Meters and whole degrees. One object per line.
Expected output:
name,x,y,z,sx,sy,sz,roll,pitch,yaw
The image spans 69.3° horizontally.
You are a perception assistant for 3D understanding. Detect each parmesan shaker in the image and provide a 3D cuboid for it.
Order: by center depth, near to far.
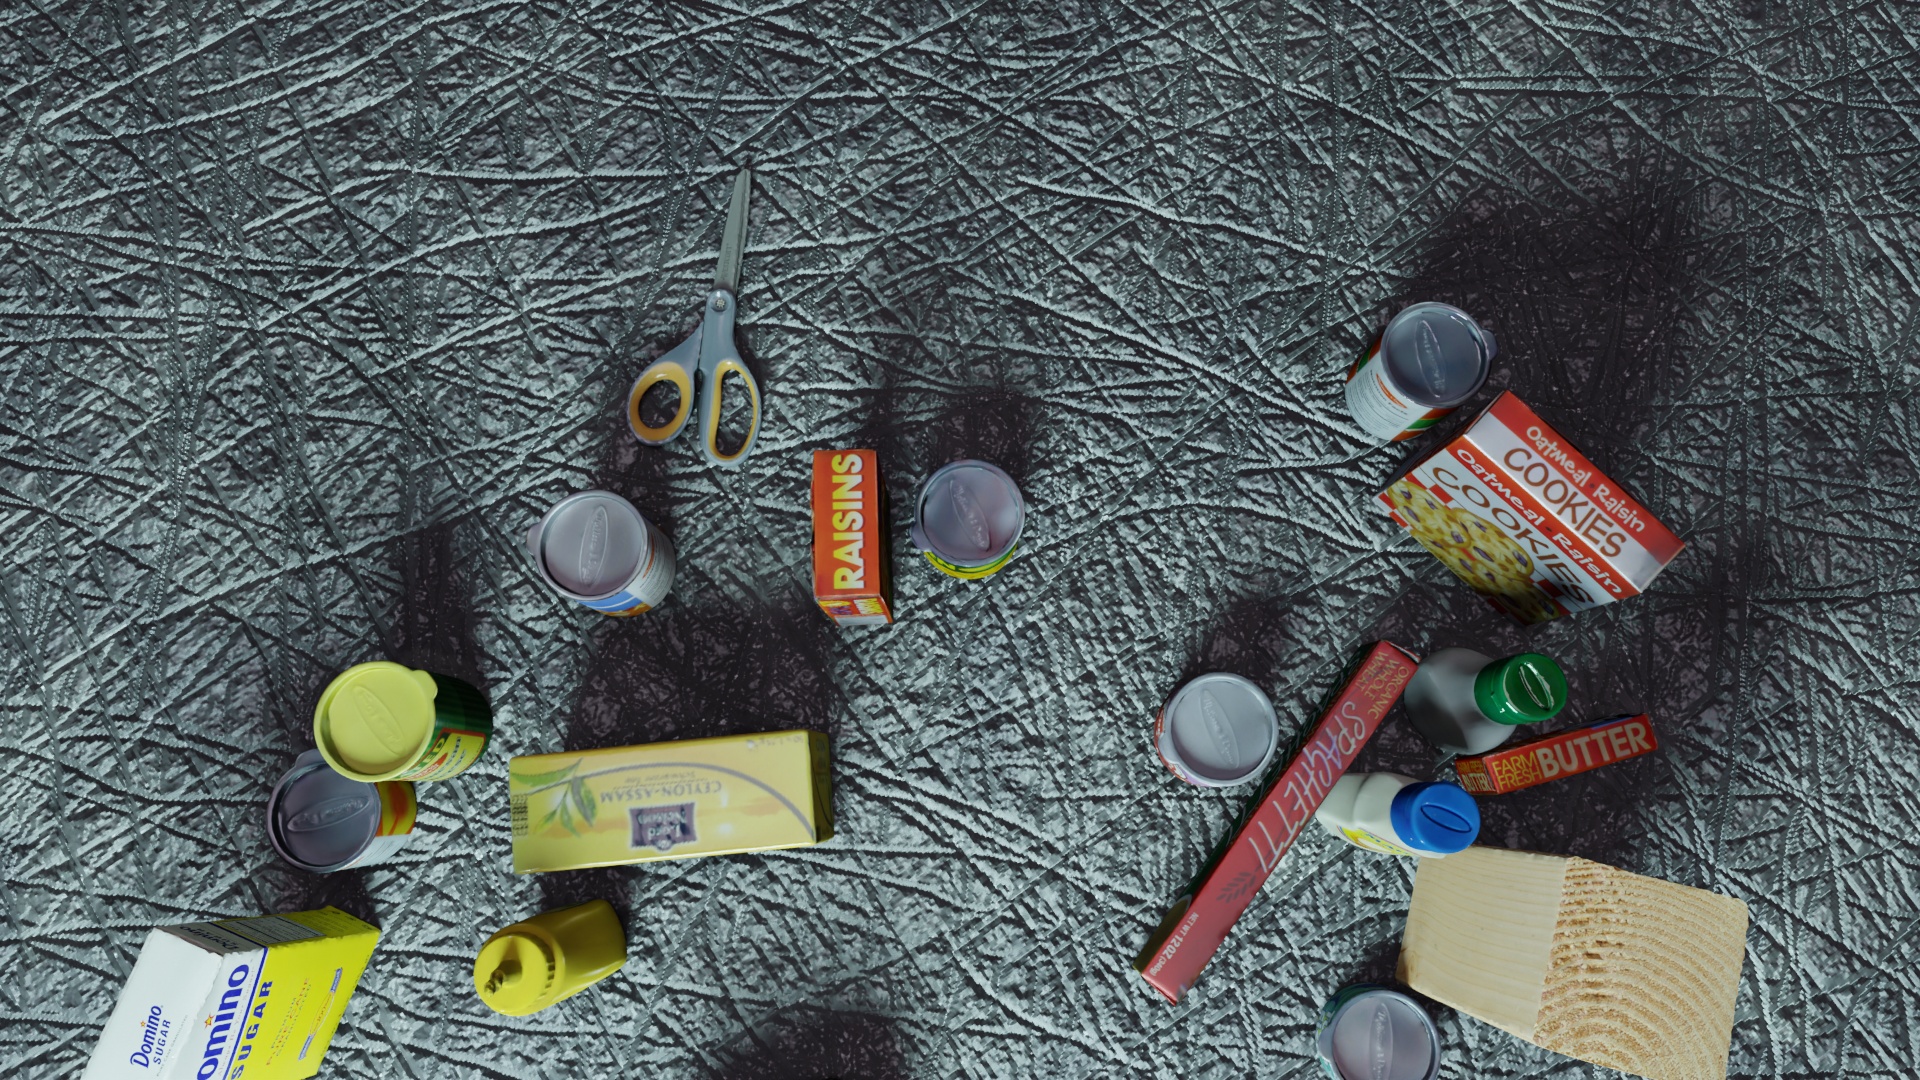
parmesan shaker,-0.319,0.106,0.812,0.071,0.103,0.071,0,80,0

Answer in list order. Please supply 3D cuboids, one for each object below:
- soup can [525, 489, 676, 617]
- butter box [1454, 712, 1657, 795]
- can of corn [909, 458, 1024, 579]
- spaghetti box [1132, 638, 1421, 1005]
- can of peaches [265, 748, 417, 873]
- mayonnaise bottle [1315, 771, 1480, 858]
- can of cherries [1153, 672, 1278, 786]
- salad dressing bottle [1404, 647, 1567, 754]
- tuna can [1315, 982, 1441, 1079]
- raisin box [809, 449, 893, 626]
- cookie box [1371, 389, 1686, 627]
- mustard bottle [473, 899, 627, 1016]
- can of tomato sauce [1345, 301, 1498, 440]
soup can,-0.215,0.009,0.841,0.071,0.083,0.071,0,80,0
butter box,0.357,0.129,0.835,0.103,0.053,0.024,-15,80,-3
can of corn,0.003,-0.011,0.858,0.071,0.058,0.071,0,79,0
spaghetti box,0.188,0.164,0.829,0.029,0.050,0.250,37,81,6
can of peaches,-0.366,0.159,0.825,0.071,0.058,0.071,0,79,0
mayonnaise bottle,0.248,0.155,0.782,0.065,0.148,0.041,23,81,4
can of cherries,0.149,0.115,0.834,0.071,0.058,0.071,0,79,0
salad dressing bottle,0.299,0.090,0.794,0.044,0.147,0.064,-26,81,-4
tuna can,0.241,0.295,0.813,0.071,0.032,0.071,0,79,0
raisin box,-0.063,0.001,0.823,0.040,0.123,0.086,-1,80,0
cookie box,0.321,-0.013,0.804,0.123,0.167,0.040,43,83,7
mustard bottle,-0.229,0.229,0.760,0.065,0.160,0.049,-22,81,-4
can of tomato sauce,0.284,-0.104,0.864,0.071,0.083,0.071,0,80,0
